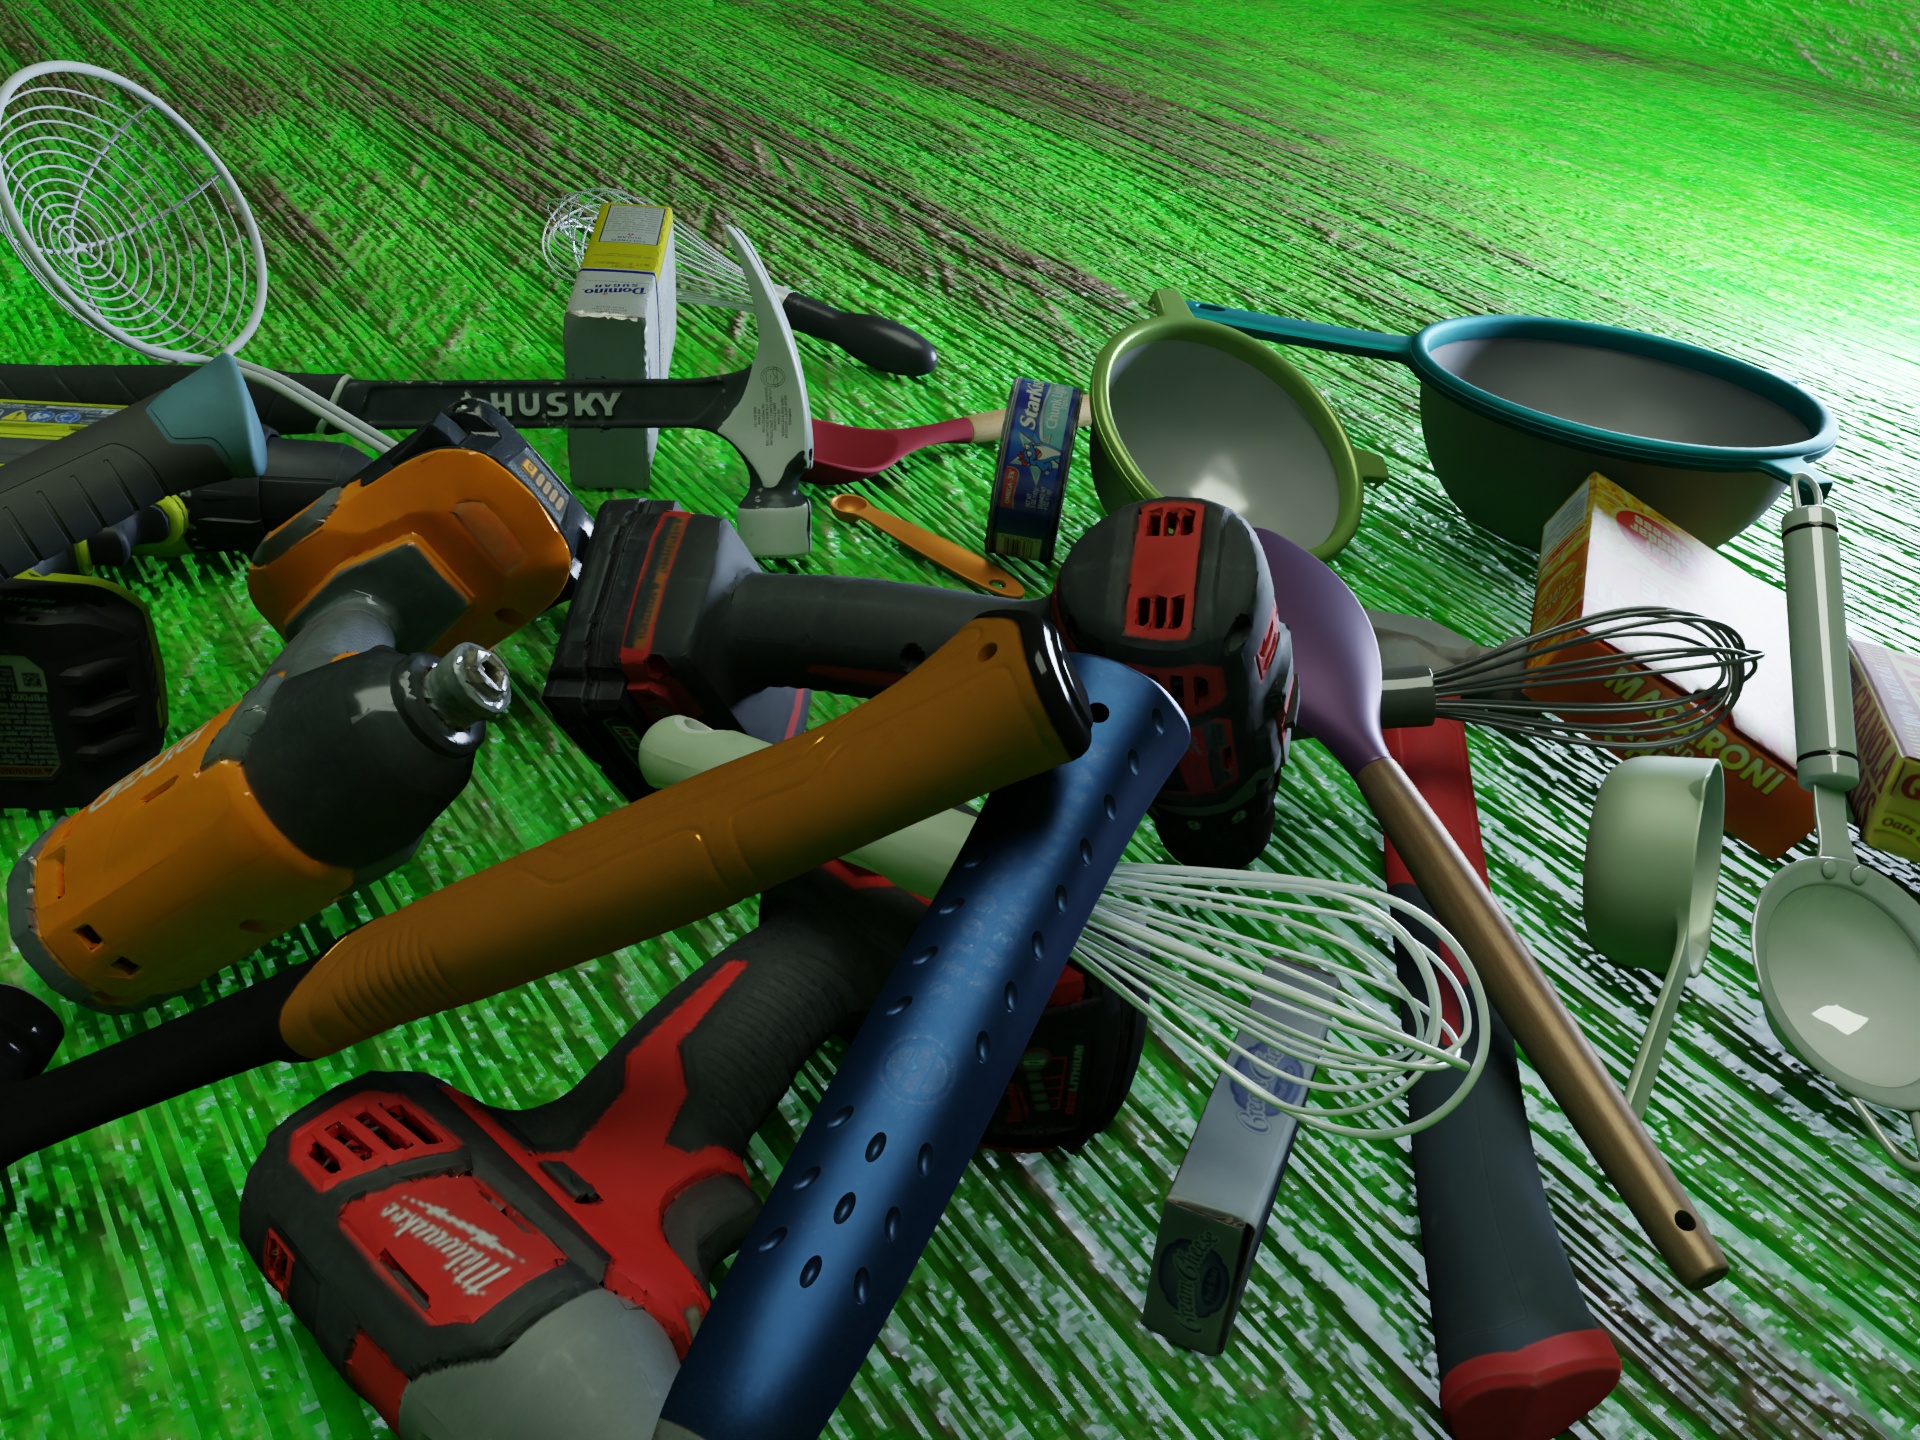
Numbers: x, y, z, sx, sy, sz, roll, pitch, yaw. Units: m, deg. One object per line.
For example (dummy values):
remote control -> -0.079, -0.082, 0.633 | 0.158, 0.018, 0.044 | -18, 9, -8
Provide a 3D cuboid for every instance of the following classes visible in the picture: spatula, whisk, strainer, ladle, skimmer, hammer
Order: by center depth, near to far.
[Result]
hammer -> -0.043, 0.145, 0.285 | 0.144, 0.035, 0.406 | 21, 56, 16
hammer -> -0.126, 0.059, 0.368 | 0.337, 0.034, 0.127 | -23, 34, 10
whisk -> 0.014, 0.043, 0.417 | 0.246, 0.059, 0.057 | 18, 4, 25
hammer -> -0.359, -0.020, 0.470 | 0.331, 0.033, 0.128 | -35, 74, -23
spatula -> 0.148, 0.035, 0.513 | 0.059, 0.018, 0.316 | -14, 47, -9
hammer -> 0.151, 0.066, 0.549 | 0.143, 0.038, 0.387 | 9, 34, 6
strainer -> 0.302, 0.027, 0.554 | 0.087, 0.050, 0.259 | 13, 68, -12
whisk -> 0.171, -0.010, 0.587 | 0.239, 0.055, 0.055 | -5, 33, 6
skimmer -> -0.235, -0.142, 0.655 | 0.363, 0.090, 0.127 | 31, 27, 5
hammer -> -0.272, -0.152, 0.738 | 0.409, 0.149, 0.036 | 1, 12, 4
strainer -> 0.093, -0.088, 0.752 | 0.151, 0.069, 0.256 | 39, 53, -1
strainer -> 0.272, -0.153, 0.850 | 0.340, 0.095, 0.211 | 14, 31, 15
ladle -> 0.023, -0.166, 0.884 | 0.315, 0.031, 0.069 | -15, 42, -33
whisk -> -0.140, -0.266, 0.984 | 0.285, 0.070, 0.070 | 24, 37, 16

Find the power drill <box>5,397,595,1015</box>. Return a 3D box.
power drill -> -0.191, -0.020, 0.520 | 0.164, 0.084, 0.227 | -29, 28, 19

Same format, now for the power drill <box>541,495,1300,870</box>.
power drill -> -0.001, -0.002, 0.534 | 0.227, 0.187, 0.080 | 2, 62, 15

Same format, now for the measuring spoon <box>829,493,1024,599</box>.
measuring spoon -> -0.017, -0.082, 0.767 | 0.117, 0.011, 0.021 | 30, 40, 25

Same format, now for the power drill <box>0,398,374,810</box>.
power drill -> -0.340, -0.061, 0.618 | 0.190, 0.080, 0.229 | 2, 31, -9

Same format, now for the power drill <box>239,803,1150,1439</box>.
power drill -> -0.054, 0.110, 0.417 | 0.143, 0.078, 0.219 | 31, 43, 31

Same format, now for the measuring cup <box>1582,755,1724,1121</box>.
measuring cup -> 0.220, 0.079, 0.529 | 0.038, 0.083, 0.168 | 8, 45, 33
